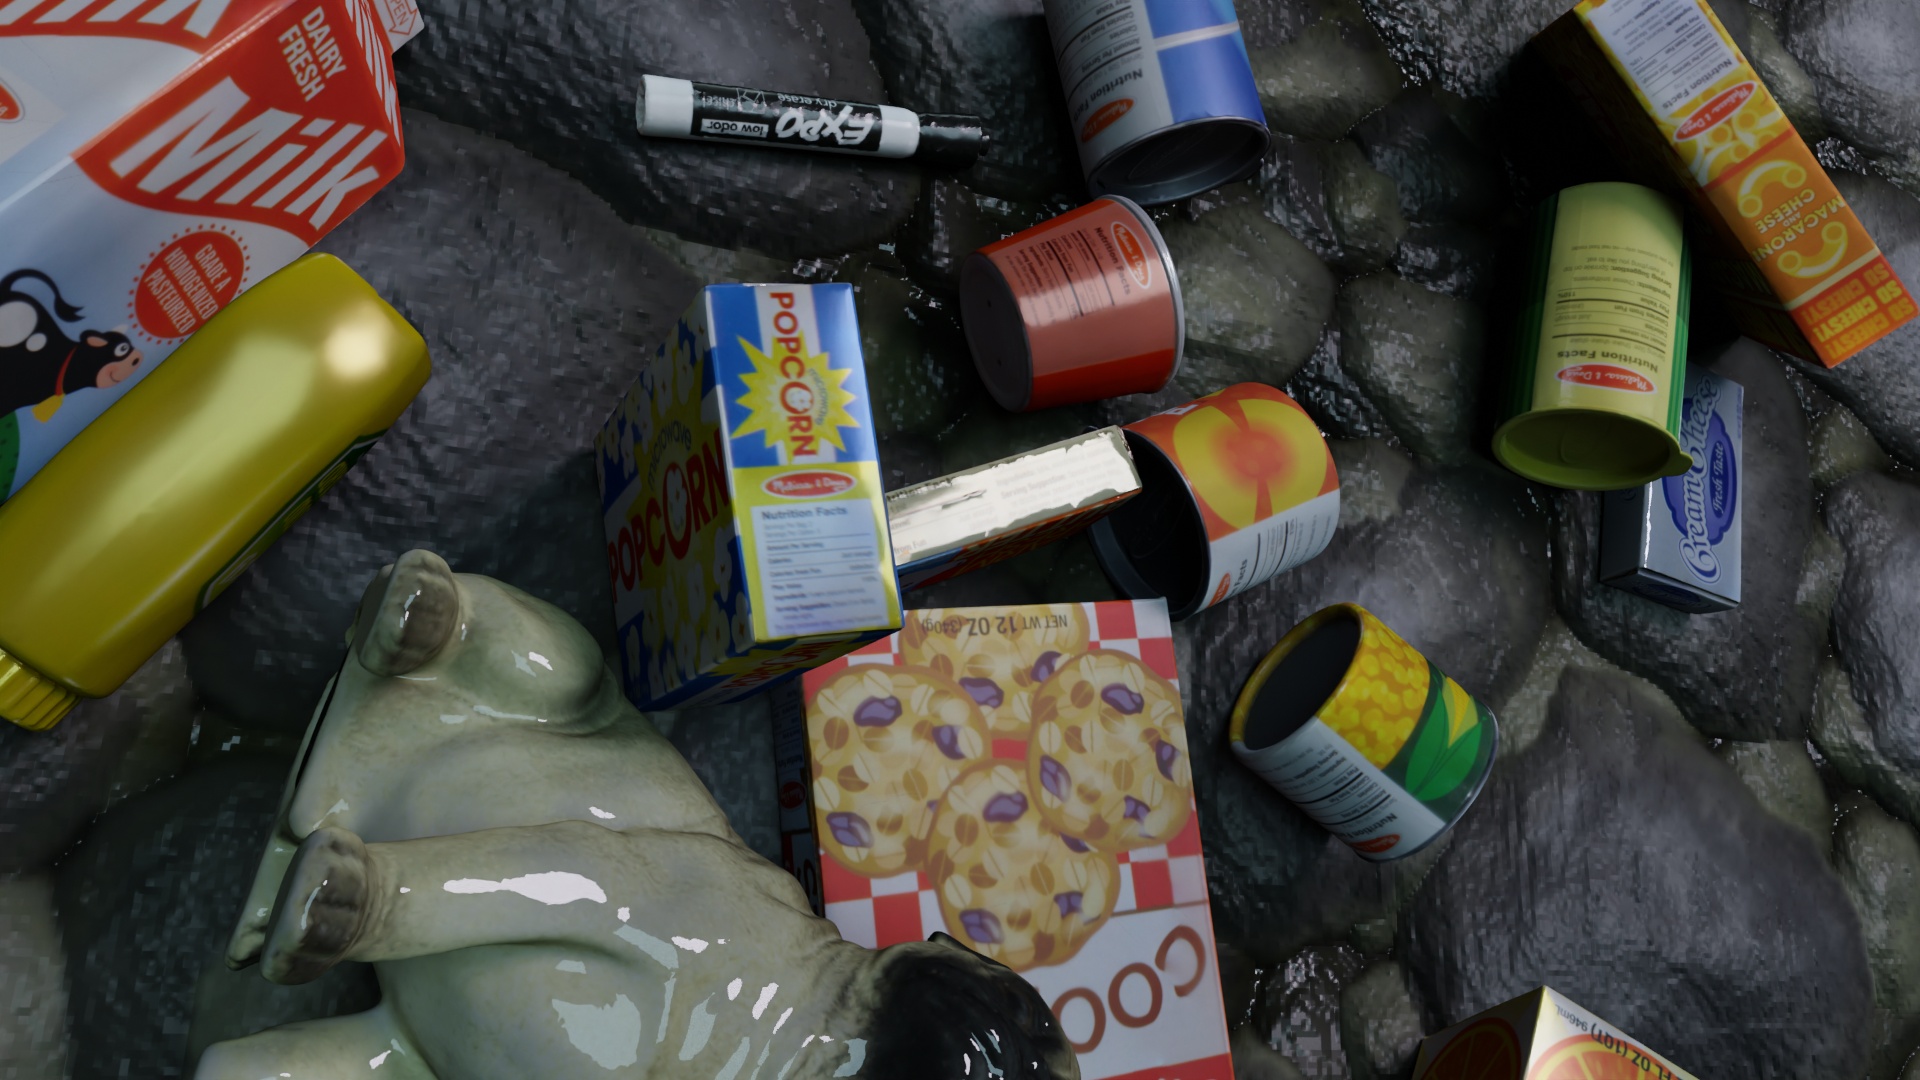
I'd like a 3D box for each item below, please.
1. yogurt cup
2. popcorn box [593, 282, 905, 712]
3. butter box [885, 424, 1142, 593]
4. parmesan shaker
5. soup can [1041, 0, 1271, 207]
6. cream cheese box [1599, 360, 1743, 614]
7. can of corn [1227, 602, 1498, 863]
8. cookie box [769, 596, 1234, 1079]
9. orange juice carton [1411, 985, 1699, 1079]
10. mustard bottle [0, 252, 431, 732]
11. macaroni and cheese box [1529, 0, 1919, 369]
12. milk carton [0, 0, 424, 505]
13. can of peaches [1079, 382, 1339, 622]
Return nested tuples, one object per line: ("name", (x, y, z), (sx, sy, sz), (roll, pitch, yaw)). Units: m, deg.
("yogurt cup", (0.034, -0.075, 0.459), (0.054, 0.072, 0.072), (-18, 84, -17))
("popcorn box", (-0.061, -0.005, 0.365), (0.038, 0.126, 0.085), (-3, 78, -27))
("butter box", (0.002, -0.005, 0.432), (0.104, 0.053, 0.024), (-18, 81, -26))
("parmesan shaker", (0.253, -0.079, 0.547), (0.071, 0.071, 0.103), (22, 68, -16))
("soup can", (0.070, -0.171, 0.498), (0.071, 0.071, 0.084), (-7, 79, -24))
("cream cheese box", (0.295, -0.025, 0.574), (0.053, 0.024, 0.104), (18, 70, -17))
("can of corn", (0.133, 0.061, 0.462), (0.058, 0.071, 0.071), (38, 66, -9))
("cookie box", (0.012, 0.104, 0.414), (0.123, 0.040, 0.167), (-1, 77, -23))
("orange juice carton", (0.157, 0.234, 0.393), (0.072, 0.072, 0.194), (31, 53, 3))
("mustard bottle", (-0.203, -0.003, 0.344), (0.048, 0.065, 0.161), (45, 70, -16))
("macaroni and cheese box", (0.304, -0.154, 0.564), (0.166, 0.040, 0.124), (53, 21, -2))
("milk carton", (-0.213, -0.102, 0.349), (0.073, 0.072, 0.191), (33, 66, 11))
("can of peaches", (0.081, -0.016, 0.461), (0.058, 0.071, 0.071), (-21, 85, -26))
